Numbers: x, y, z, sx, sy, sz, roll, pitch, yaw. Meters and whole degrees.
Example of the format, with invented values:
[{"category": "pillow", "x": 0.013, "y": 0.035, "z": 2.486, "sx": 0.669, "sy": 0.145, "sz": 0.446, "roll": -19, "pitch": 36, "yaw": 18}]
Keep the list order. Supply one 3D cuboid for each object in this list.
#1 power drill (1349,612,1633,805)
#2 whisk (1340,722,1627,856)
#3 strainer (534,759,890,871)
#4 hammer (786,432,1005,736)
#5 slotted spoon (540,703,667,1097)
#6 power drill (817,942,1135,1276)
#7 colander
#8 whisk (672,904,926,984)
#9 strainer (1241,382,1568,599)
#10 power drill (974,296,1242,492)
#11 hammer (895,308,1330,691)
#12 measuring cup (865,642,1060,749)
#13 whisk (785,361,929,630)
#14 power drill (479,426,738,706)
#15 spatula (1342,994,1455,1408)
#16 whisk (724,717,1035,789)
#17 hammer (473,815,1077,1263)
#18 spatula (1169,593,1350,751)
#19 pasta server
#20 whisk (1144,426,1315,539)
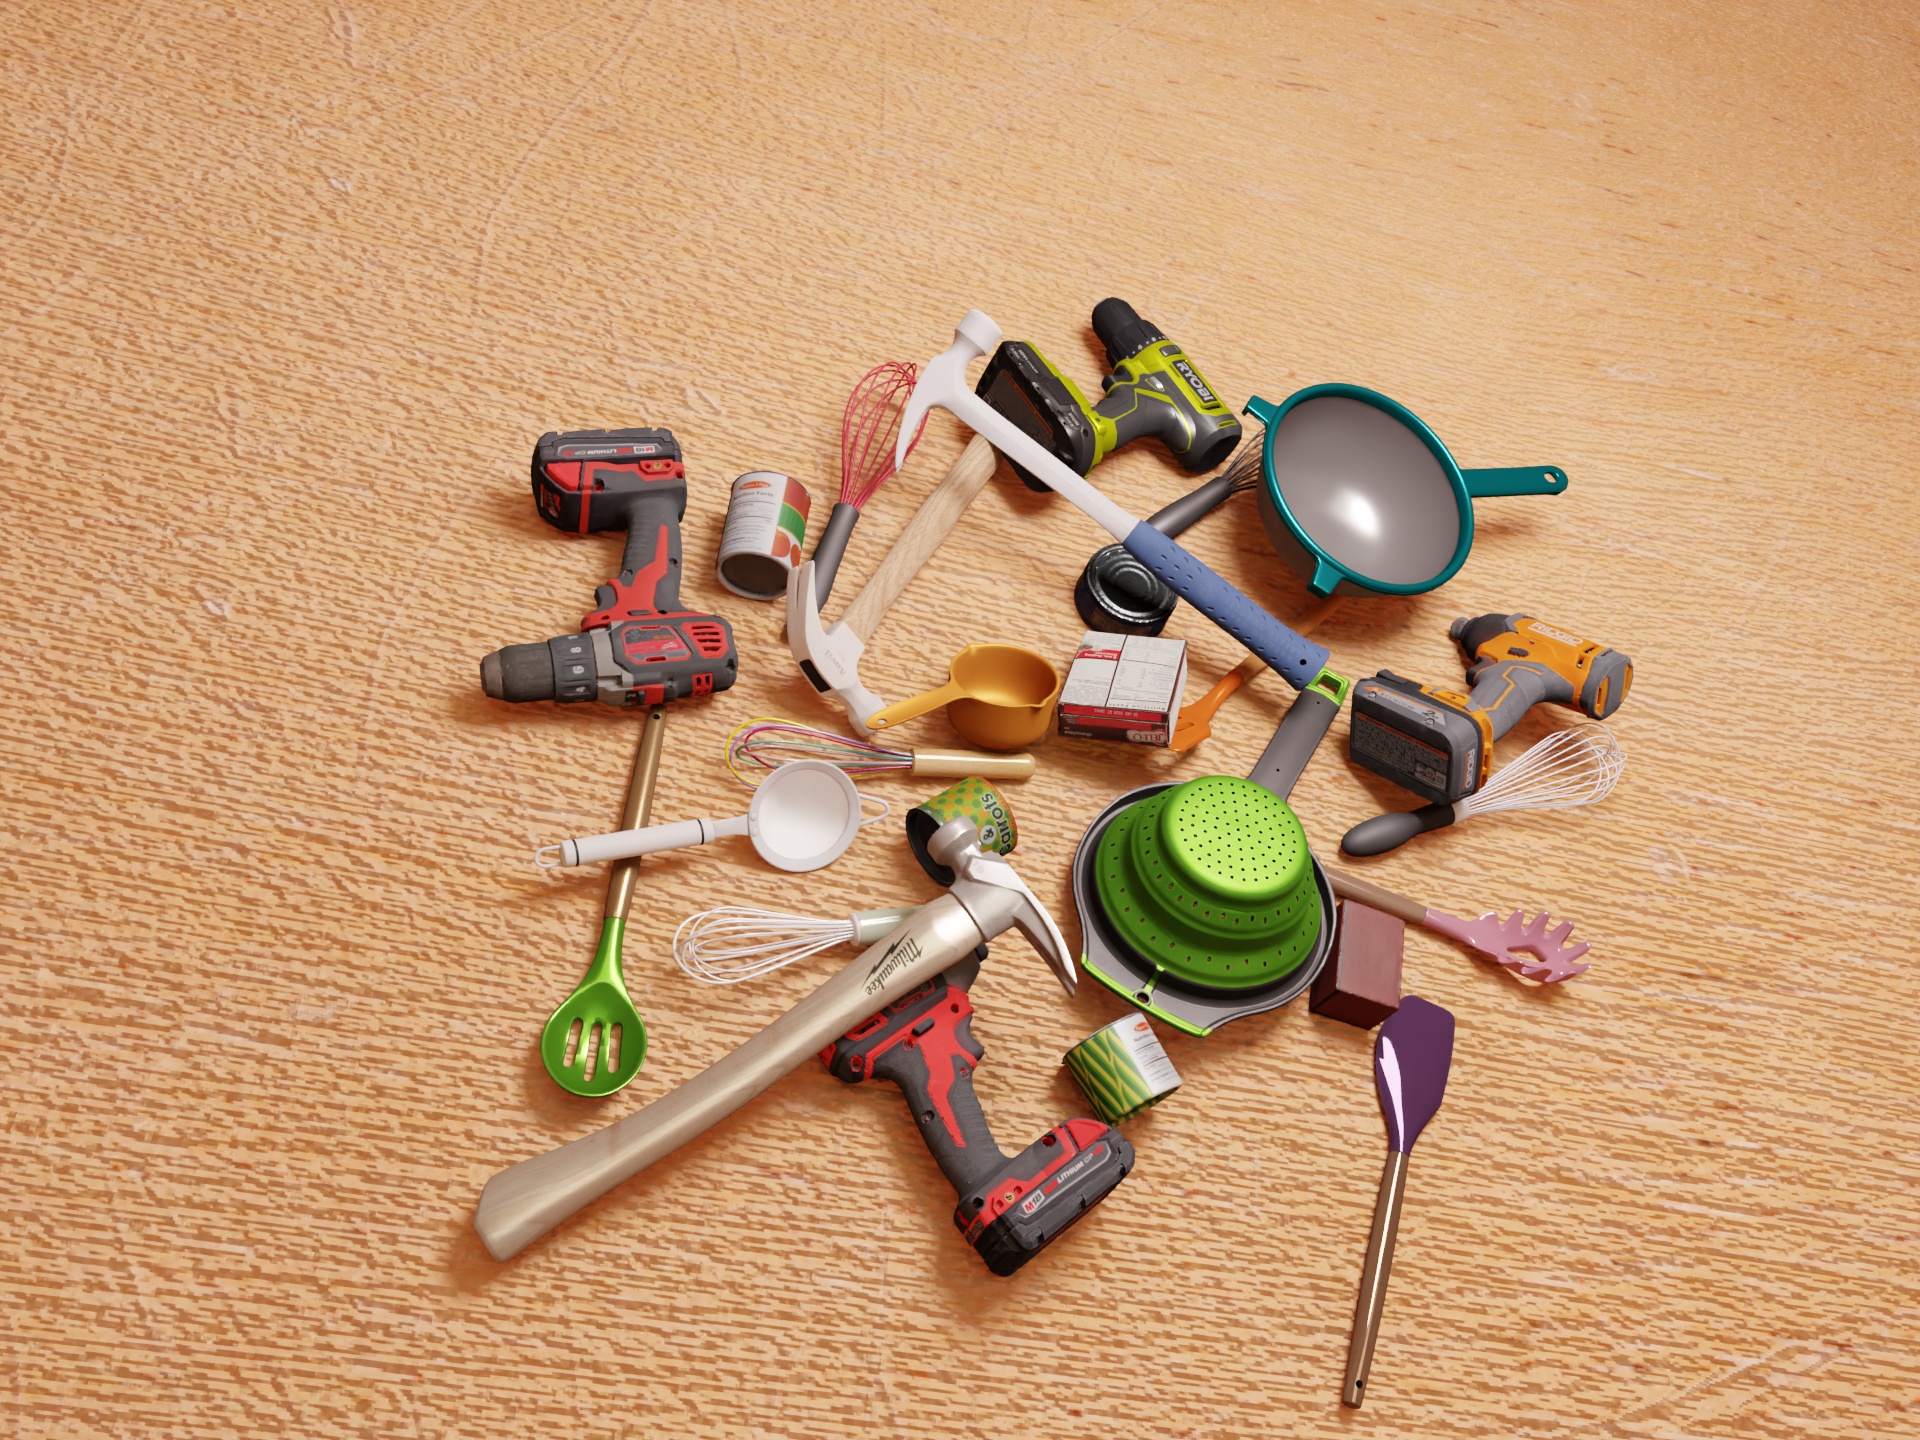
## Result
[{"category": "power drill", "x": 0.433, "y": -0.025, "z": 1.348, "sx": 0.226, "sy": 0.084, "sz": 0.164, "roll": -25, "pitch": 36, "yaw": -28}, {"category": "whisk", "x": 0.440, "y": 0.067, "z": 1.330, "sx": 0.284, "sy": 0.070, "sz": 0.070, "roll": -17, "pitch": 65, "yaw": -18}, {"category": "strainer", "x": -0.178, "y": 0.077, "z": 1.145, "sx": 0.258, "sy": 0.050, "sz": 0.087, "roll": -8, "pitch": 107, "yaw": -26}, {"category": "hammer", "x": -0.041, "y": -0.142, "z": 1.313, "sx": 0.130, "sy": 0.031, "sz": 0.331, "roll": 51, "pitch": 48, "yaw": -22}, {"category": "slotted spoon", "x": -0.238, "y": 0.120, "z": 1.126, "sx": 0.070, "sy": 0.031, "sz": 0.314, "roll": 11, "pitch": 56, "yaw": -10}, {"category": "power drill", "x": 0.010, "y": 0.250, "z": 1.089, "sx": 0.143, "sy": 0.078, "sz": 0.220, "roll": -30, "pitch": 68, "yaw": -28}, {"category": "colander", "x": 0.232, "y": 0.059, "z": 1.229, "sx": 0.204, "sy": 0.094, "sz": 0.397, "roll": 30, "pitch": 50, "yaw": 12}, {"category": "whisk", "x": -0.084, "y": 0.150, "z": 1.139, "sx": 0.246, "sy": 0.057, "sz": 0.059, "roll": -4, "pitch": 53, "yaw": -23}, {"category": "strainer", "x": 0.397, "y": -0.193, "z": 1.438, "sx": 0.340, "sy": 0.095, "sz": 0.211, "roll": -7, "pitch": 69, "yaw": -26}, {"category": "power drill", "x": 0.126, "y": -0.297, "z": 1.432, "sx": 0.228, "sy": 0.080, "sz": 0.191, "roll": -20, "pitch": 67, "yaw": -38}, {"category": "hammer", "x": 0.127, "y": -0.157, "z": 1.303, "sx": 0.405, "sy": 0.035, "sz": 0.144, "roll": 37, "pitch": 91, "yaw": -3}, {"category": "measuring cup", "x": -0.002, "y": -0.004, "z": 1.232, "sx": 0.173, "sy": 0.052, "sz": 0.095, "roll": -20, "pitch": 44, "yaw": -31}, {"category": "whisk", "x": -0.089, "y": -0.191, "z": 1.336, "sx": 0.073, "sy": 0.073, "sz": 0.296, "roll": 21, "pitch": 62, "yaw": -3}, {"category": "power drill", "x": -0.281, "y": -0.111, "z": 1.222, "sx": 0.188, "sy": 0.080, "sz": 0.227, "roll": -7, "pitch": 63, "yaw": -18}, {"category": "spatula", "x": 0.310, "y": 0.337, "z": 1.150, "sx": 0.060, "sy": 0.018, "sz": 0.316, "roll": 23, "pitch": 55, "yaw": 0}, {"category": "whisk", "x": -0.059, "y": 0.027, "z": 1.222, "sx": 0.245, "sy": 0.051, "sz": 0.047, "roll": 3, "pitch": 54, "yaw": -17}, {"category": "hammer", "x": -0.119, "y": 0.224, "z": 1.032, "sx": 0.410, "sy": 0.038, "sz": 0.146, "roll": -32, "pitch": 65, "yaw": -16}, {"category": "spatula", "x": 0.251, "y": -0.055, "z": 1.356, "sx": 0.081, "sy": 0.041, "sz": 0.322, "roll": 30, "pitch": 51, "yaw": 34}, {"category": "pasta server", "x": 0.347, "y": 0.141, "z": 1.267, "sx": 0.316, "sy": 0.040, "sz": 0.060, "roll": 21, "pitch": 44, "yaw": -1}, {"category": "whisk", "x": 0.239, "y": -0.210, "z": 1.444, "sx": 0.239, "sy": 0.055, "sz": 0.055, "roll": -34, "pitch": 73, "yaw": -25}]
